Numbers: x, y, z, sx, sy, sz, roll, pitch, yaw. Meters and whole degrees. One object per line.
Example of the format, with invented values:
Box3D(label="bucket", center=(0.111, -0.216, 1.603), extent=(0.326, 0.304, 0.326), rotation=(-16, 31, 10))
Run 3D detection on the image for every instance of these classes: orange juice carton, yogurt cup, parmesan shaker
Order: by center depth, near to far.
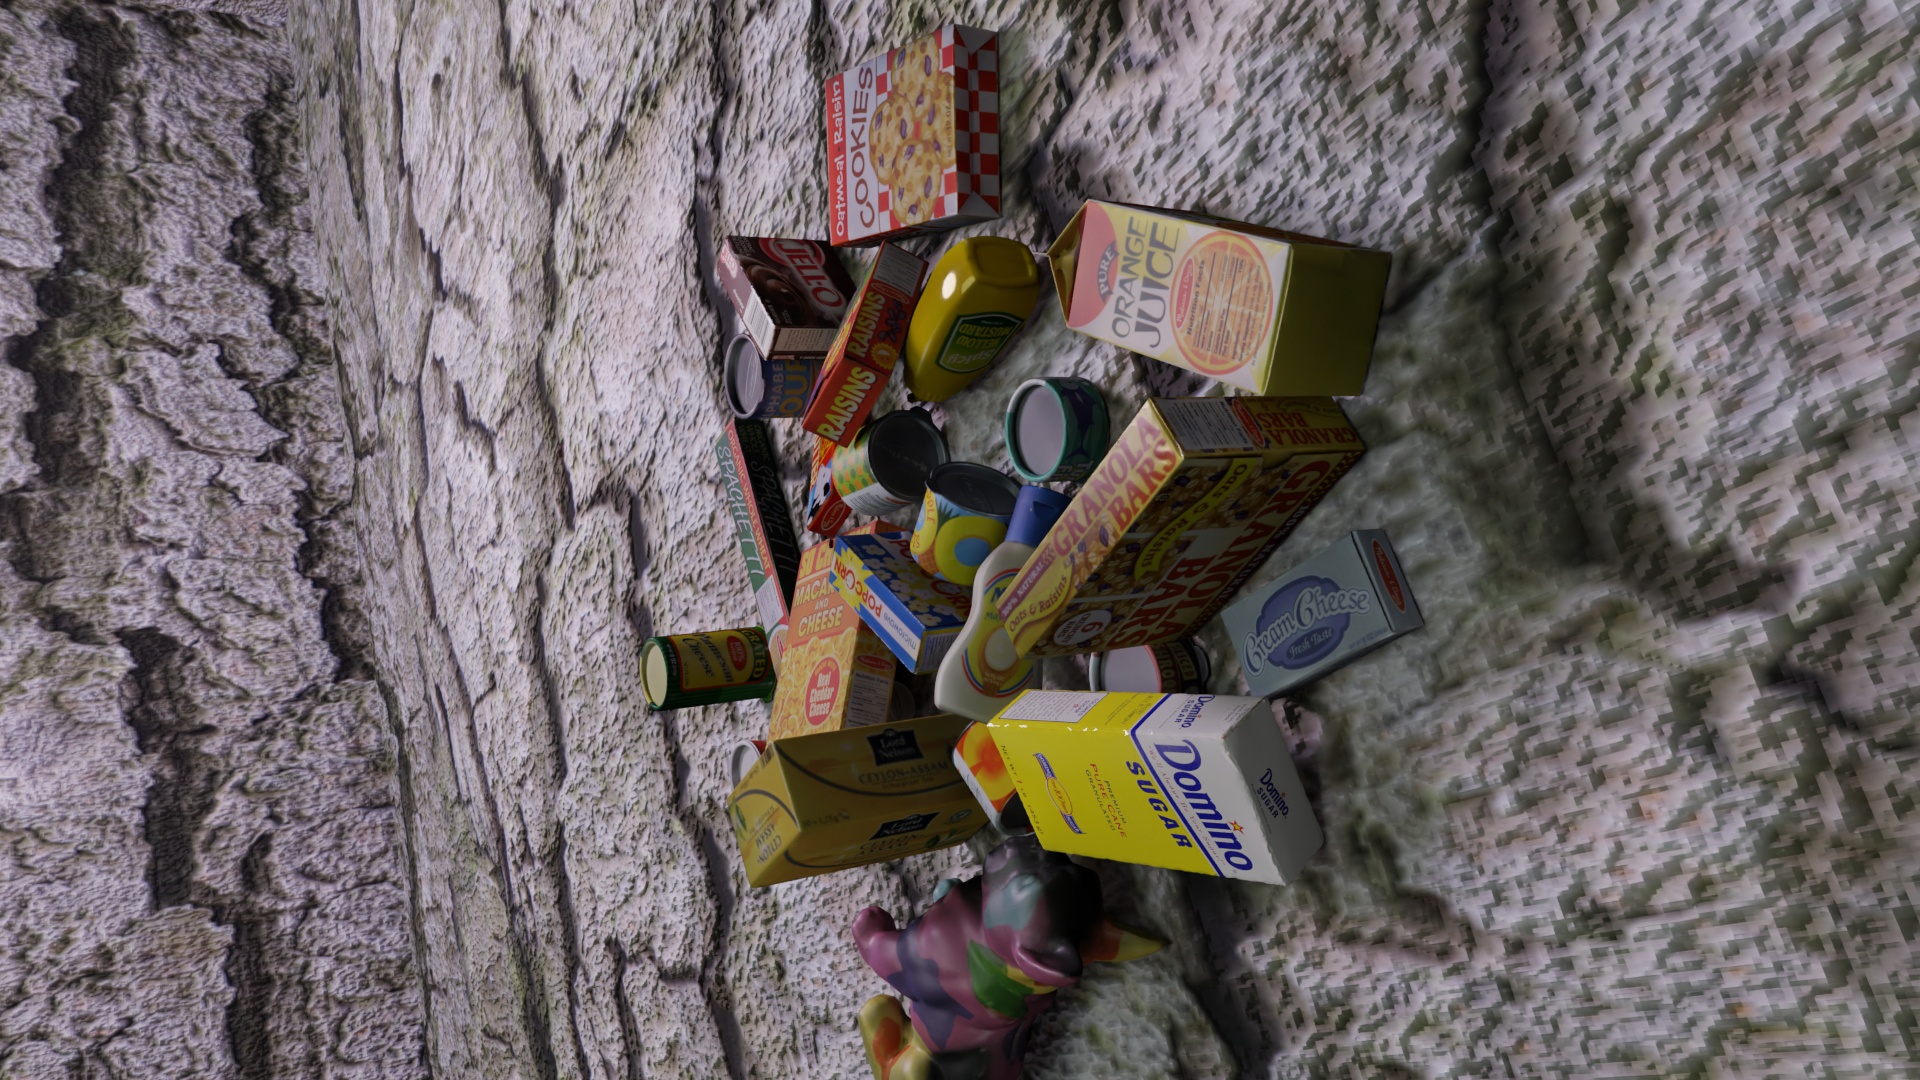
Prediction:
Box3D(label="orange juice carton", center=(0.120, -0.132, 0.724), extent=(0.193, 0.072, 0.072), rotation=(31, 118, 50))
Box3D(label="yogurt cup", center=(-0.159, 0.201, 1.185), extent=(0.072, 0.054, 0.072), rotation=(9, 101, 55))
Box3D(label="parmesan shaker", center=(-0.222, 0.115, 1.226), extent=(0.071, 0.103, 0.071), rotation=(9, 100, 55))

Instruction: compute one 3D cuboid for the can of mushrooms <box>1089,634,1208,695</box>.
Box3D(label="can of mushrooms", center=(0.107, 0.079, 0.799), extent=(0.071, 0.033, 0.071), rotation=(7, 99, 56))

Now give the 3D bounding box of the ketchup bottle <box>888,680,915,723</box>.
Box3D(label="ketchup bottle", center=(-0.086, 0.150, 1.082), extent=(0.148, 0.043, 0.065), rotation=(-39, 60, 50))

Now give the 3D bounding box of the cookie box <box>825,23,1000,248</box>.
Box3D(label="cookie box", center=(-0.036, -0.276, 0.971), extent=(0.167, 0.040, 0.122), rotation=(4, 97, 55))

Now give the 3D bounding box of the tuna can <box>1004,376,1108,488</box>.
Box3D(label="tuna can", center=(0.059, -0.066, 0.857), extent=(0.071, 0.033, 0.071), rotation=(8, 99, 56))

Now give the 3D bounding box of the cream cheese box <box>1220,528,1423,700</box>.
Box3D(label="cream cheese box", center=(0.178, 0.040, 0.698), extent=(0.103, 0.024, 0.053), rotation=(-41, 59, 50))

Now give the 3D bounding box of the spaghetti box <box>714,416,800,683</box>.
Box3D(label="spaghetti box", center=(-0.164, 0.011, 1.197), extent=(0.050, 0.029, 0.251), rotation=(-43, 58, 49))

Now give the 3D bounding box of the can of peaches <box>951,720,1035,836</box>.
Box3D(label="can of peaches", center=(0.038, 0.143, 0.880), extent=(0.058, 0.071, 0.071), rotation=(53, 134, 39))

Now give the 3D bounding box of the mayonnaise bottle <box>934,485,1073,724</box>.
Box3D(label="mayonnaise bottle", center=(0.033, 0.040, 0.855), extent=(0.041, 0.065, 0.148), rotation=(93, -165, -82))

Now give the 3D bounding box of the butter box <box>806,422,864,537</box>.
Box3D(label="butter box", center=(-0.095, -0.059, 1.059), extent=(0.053, 0.024, 0.104), rotation=(-51, 29, 46))

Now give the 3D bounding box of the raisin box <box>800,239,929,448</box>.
Box3D(label="raisin box", center=(-0.067, -0.138, 0.972), extent=(0.085, 0.040, 0.124), rotation=(-51, 19, 48))

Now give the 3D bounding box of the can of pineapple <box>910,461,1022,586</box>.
Box3D(label="can of pineapple", center=(0.003, -0.011, 0.912), extent=(0.071, 0.071, 0.057), rotation=(48, 131, 42))

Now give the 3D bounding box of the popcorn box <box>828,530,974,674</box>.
Box3D(label="popcorn box", center=(-0.023, 0.039, 0.941), extent=(0.127, 0.085, 0.038), rotation=(42, 128, 45))

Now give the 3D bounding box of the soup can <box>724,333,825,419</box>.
Box3D(label="soup can", center=(-0.132, -0.127, 1.087), extent=(0.071, 0.084, 0.071), rotation=(9, 102, 55))

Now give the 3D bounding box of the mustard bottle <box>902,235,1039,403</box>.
Box3D(label="mustard bottle", center=(-0.003, -0.134, 0.919), extent=(0.159, 0.065, 0.049), rotation=(126, 137, -52))

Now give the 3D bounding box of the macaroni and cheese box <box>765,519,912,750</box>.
Box3D(label="macaroni and cheese box", center=(-0.090, 0.078, 1.038), extent=(0.123, 0.040, 0.167), rotation=(-21, 56, 55))

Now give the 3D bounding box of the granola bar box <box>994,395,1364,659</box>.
Box3D(label="granola bar box", center=(0.109, -0.004, 0.707), extent=(0.164, 0.124, 0.039), rotation=(-56, 50, 42))

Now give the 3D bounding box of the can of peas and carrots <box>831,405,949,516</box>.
Box3D(label="can of peas and carrots", center=(-0.050, -0.057, 0.991), extent=(0.058, 0.071, 0.071), rotation=(-19, 77, 55))
